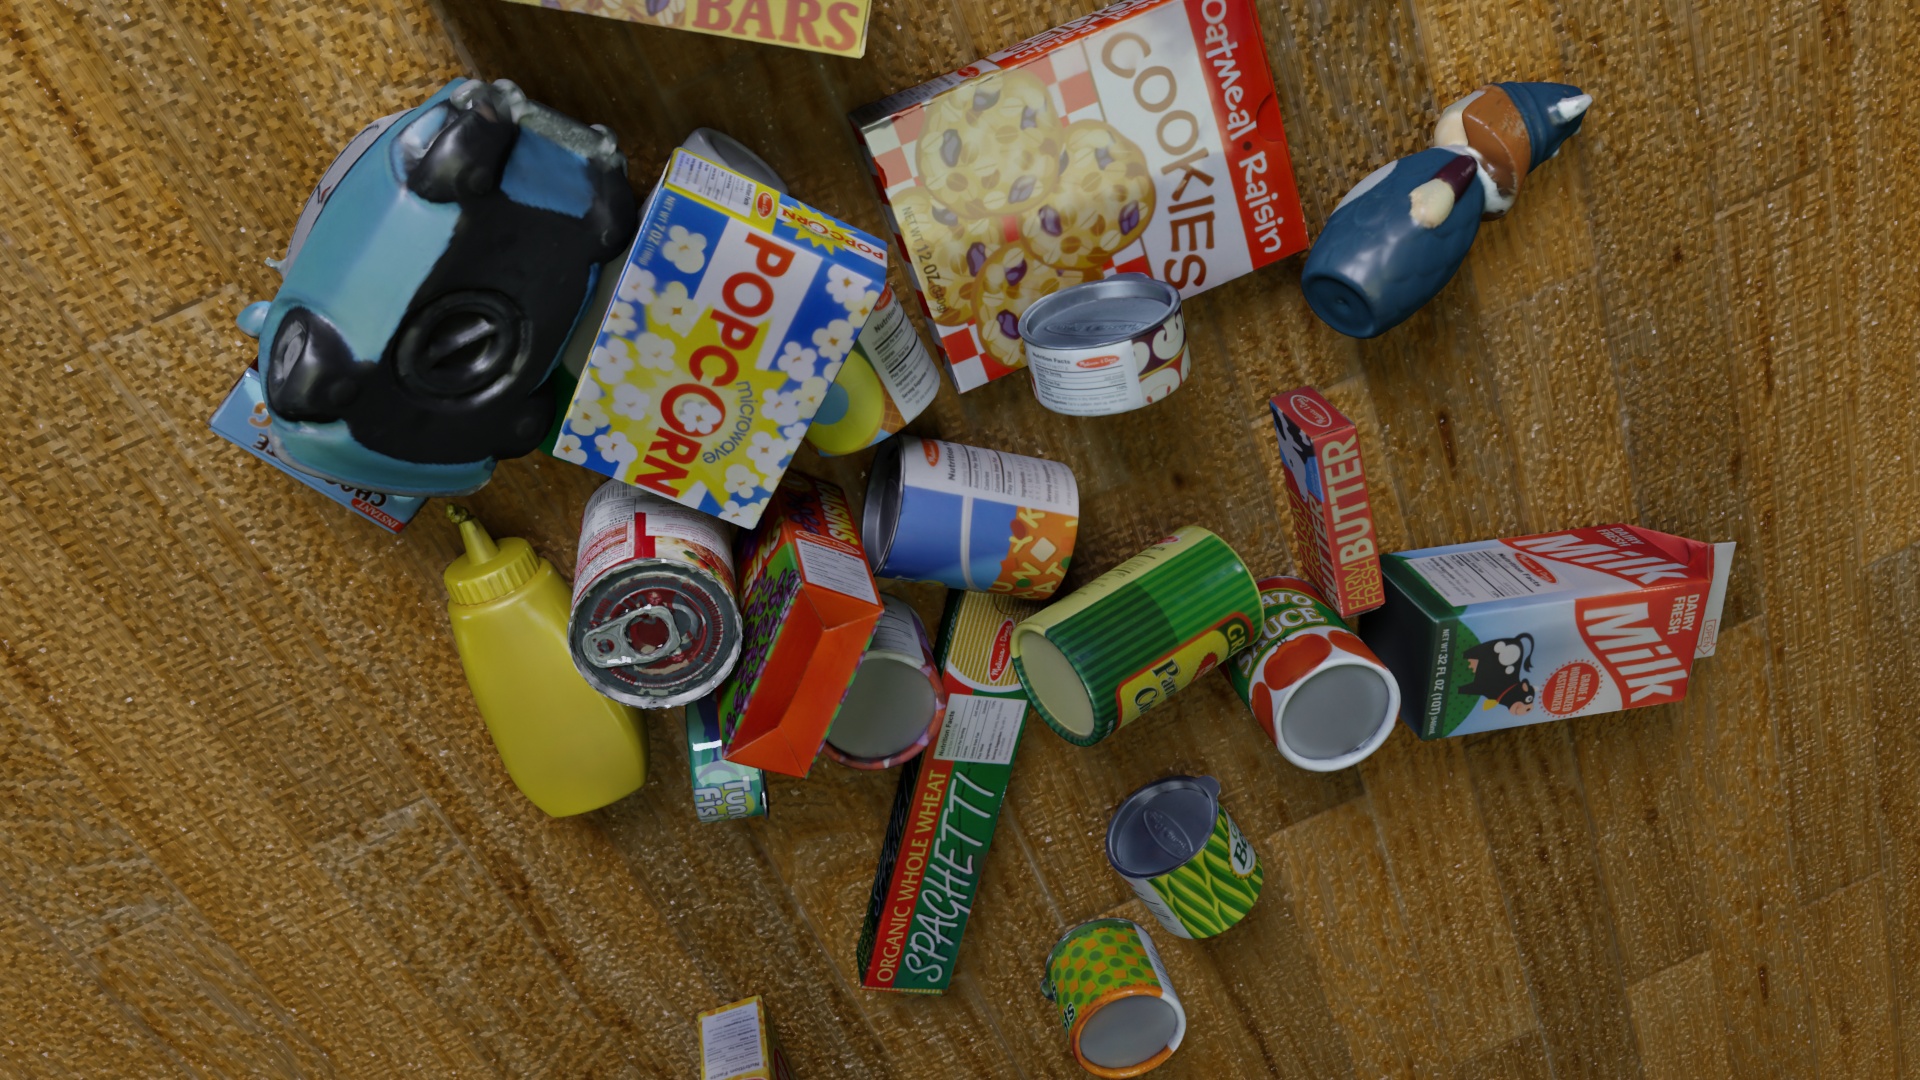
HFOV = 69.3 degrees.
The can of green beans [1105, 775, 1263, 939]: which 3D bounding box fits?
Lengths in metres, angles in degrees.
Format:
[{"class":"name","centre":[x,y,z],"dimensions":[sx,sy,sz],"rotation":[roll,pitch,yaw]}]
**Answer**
[{"class":"can of green beans","centre":[0.120,0.169,0.742],"dimensions":[0.071,0.071,0.057],"rotation":[-34,118,5]}]

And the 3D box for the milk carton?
[{"class":"milk carton","centre":[0.312,0.043,0.721],"dimensions":[0.191,0.074,0.072],"rotation":[-8,116,-9]}]

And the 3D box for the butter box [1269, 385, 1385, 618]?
[{"class":"butter box","centre":[0.178,-0.019,0.673],"dimensions":[0.024,0.053,0.103],"rotation":[-19,118,-1]}]

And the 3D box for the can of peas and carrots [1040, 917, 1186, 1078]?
[{"class":"can of peas and carrots","centre":[0.084,0.258,0.781],"dimensions":[0.071,0.059,0.070],"rotation":[-5,116,-10]}]

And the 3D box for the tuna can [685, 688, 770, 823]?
[{"class":"tuna can","centre":[-0.110,0.101,0.655],"dimensions":[0.033,0.071,0.070],"rotation":[-7,116,-8]}]

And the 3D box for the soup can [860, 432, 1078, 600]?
[{"class":"soup can","centre":[0.002,-0.008,0.632],"dimensions":[0.084,0.071,0.071],"rotation":[9,113,-17]}]

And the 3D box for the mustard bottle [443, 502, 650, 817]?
[{"class":"mustard bottle","centre":[-0.192,0.049,0.624],"dimensions":[0.065,0.049,0.159],"rotation":[-19,117,-4]}]

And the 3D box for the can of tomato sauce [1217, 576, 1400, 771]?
[{"class":"can of tomato sauce","centre":[0.170,0.064,0.693],"dimensions":[0.071,0.083,0.071],"rotation":[-5,116,-11]}]

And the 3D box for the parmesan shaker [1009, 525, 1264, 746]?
[{"class":"parmesan shaker","centre":[0.082,0.046,0.657],"dimensions":[0.103,0.071,0.071],"rotation":[-29,121,-24]}]

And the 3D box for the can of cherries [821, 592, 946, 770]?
[{"class":"can of cherries","centre":[-0.043,0.069,0.662],"dimensions":[0.071,0.058,0.071],"rotation":[-5,116,-10]}]

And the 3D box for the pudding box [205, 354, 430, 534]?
[{"class":"pudding box","centre":[-0.255,-0.042,0.566],"dimensions":[0.083,0.050,0.030],"rotation":[35,102,-25]}]

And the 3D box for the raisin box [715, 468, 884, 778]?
[{"class":"raisin box","centre":[-0.075,0.031,0.600],"dimensions":[0.040,0.124,0.085],"rotation":[18,110,-20]}]

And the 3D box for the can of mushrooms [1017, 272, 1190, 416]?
[{"class":"can of mushrooms","centre":[0.060,-0.081,0.566],"dimensions":[0.071,0.071,0.033],"rotation":[-18,120,-4]}]

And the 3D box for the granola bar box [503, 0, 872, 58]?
[{"class":"granola bar box","centre":[-0.119,-0.204,0.477],"dimensions":[0.166,0.124,0.039],"rotation":[4,115,-14]}]

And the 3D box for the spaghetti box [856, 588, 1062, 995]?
[{"class":"spaghetti box","centre":[-0.005,0.129,0.716],"dimensions":[0.050,0.029,0.249],"rotation":[8,113,-16]}]

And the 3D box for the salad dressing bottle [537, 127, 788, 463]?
[{"class":"salad dressing bottle","centre":[-0.129,-0.096,0.566],"dimensions":[0.044,0.064,0.147],"rotation":[39,111,-6]}]

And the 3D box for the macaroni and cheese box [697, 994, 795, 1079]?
[{"class":"macaroni and cheese box","centre":[-0.097,0.341,0.718],"dimensions":[0.040,0.167,0.123],"rotation":[-17,118,-5]}]

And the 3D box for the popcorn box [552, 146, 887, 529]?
[{"class":"popcorn box","centre":[-0.091,-0.072,0.524],"dimensions":[0.085,0.038,0.126],"rotation":[21,124,-18]}]

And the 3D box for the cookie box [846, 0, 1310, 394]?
[{"class":"cookie box","centre":[0.053,-0.151,0.589],"dimensions":[0.167,0.040,0.122],"rotation":[-23,118,-2]}]

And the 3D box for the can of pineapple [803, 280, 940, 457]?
[{"class":"can of pineapple","centre":[-0.051,-0.077,0.587],"dimensions":[0.071,0.071,0.057],"rotation":[-29,118,2]}]
